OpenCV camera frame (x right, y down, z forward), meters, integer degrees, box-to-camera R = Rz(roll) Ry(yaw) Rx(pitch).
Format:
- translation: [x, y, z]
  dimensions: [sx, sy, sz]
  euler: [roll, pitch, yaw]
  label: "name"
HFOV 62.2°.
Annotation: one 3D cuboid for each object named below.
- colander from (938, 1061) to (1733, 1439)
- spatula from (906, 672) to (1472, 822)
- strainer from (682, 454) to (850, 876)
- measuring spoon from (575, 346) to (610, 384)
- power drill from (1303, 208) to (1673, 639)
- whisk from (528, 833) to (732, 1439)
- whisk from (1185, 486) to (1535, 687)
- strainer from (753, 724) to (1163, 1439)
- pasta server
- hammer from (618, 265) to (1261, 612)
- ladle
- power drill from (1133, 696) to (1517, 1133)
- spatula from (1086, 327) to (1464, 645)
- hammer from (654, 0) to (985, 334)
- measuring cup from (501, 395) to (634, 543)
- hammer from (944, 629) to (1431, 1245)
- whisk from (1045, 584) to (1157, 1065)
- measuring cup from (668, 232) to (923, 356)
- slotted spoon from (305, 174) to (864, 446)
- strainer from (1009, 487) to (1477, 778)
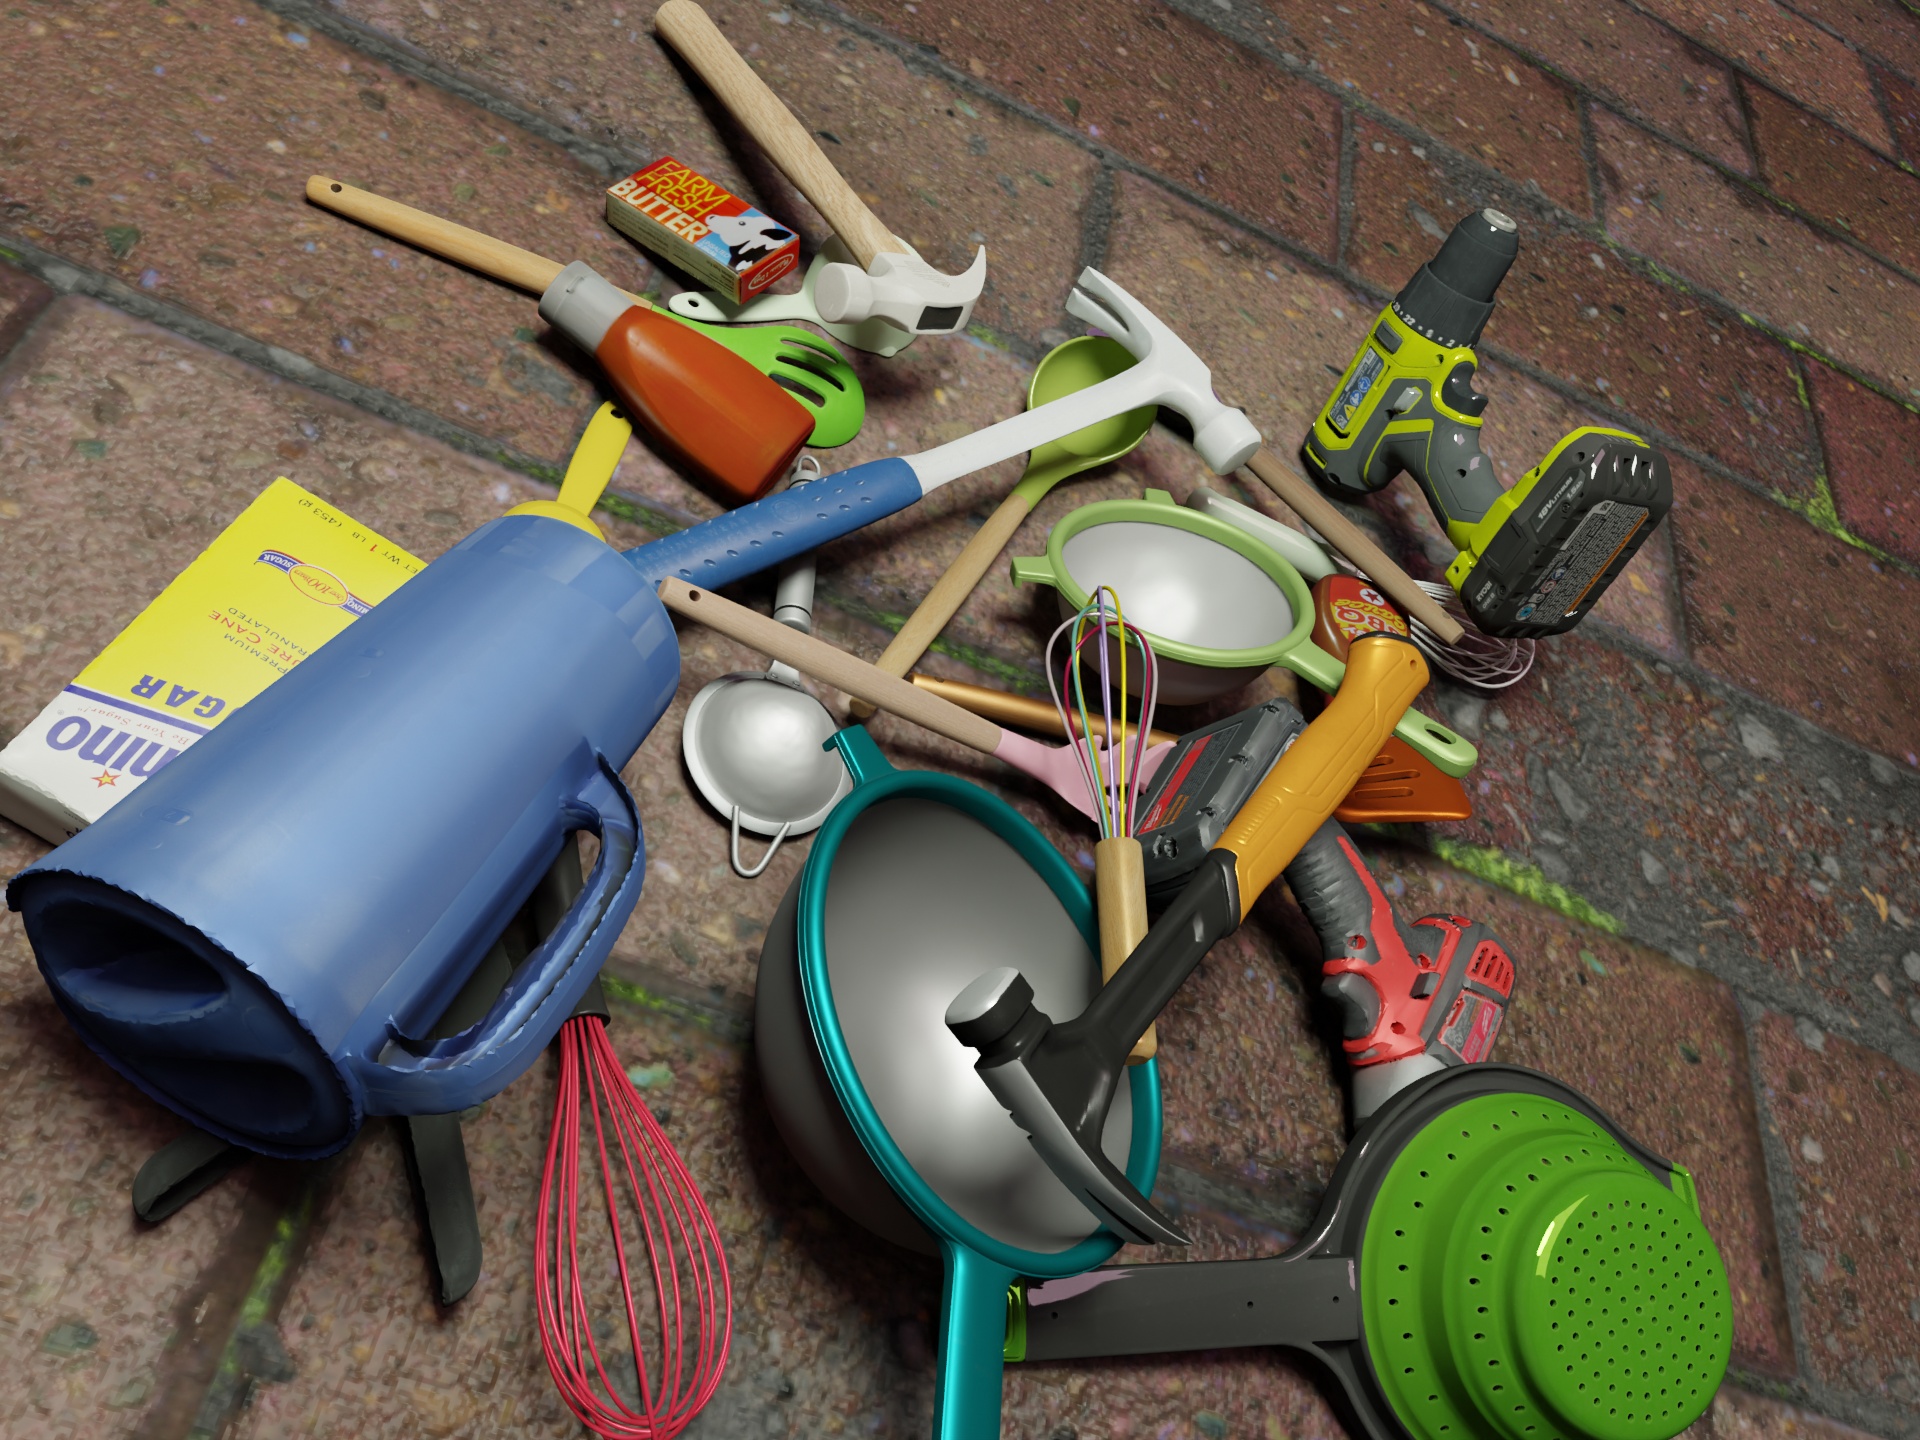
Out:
- translation: [0.190, 0.250, 0.680]
  dimensions: [0.397, 0.094, 0.205]
  euler: [4, 76, -18]
  label: "colander"
- translation: [0.125, 0.010, 0.866]
  dimensions: [0.322, 0.041, 0.081]
  euler: [14, 31, -18]
  label: "spatula"
- translation: [-0.085, -0.043, 0.791]
  dimensions: [0.086, 0.050, 0.259]
  euler: [20, 49, -23]
  label: "strainer"
- translation: [-0.153, -0.174, 0.860]
  dimensions: [0.117, 0.011, 0.021]
  euler: [23, 75, -9]
  label: "measuring spoon"
- translation: [0.318, -0.179, 0.965]
  dimensions: [0.080, 0.190, 0.229]
  euler: [2, 43, -31]
  label: "power drill"
- translation: [-0.146, 0.137, 0.626]
  dimensions: [0.073, 0.073, 0.296]
  euler: [-1, 55, -29]
  label: "whisk"
- translation: [0.252, -0.087, 0.998]
  dimensions: [0.246, 0.058, 0.059]
  euler: [24, 81, -7]
  label: "whisk"
- translation: [-0.019, 0.181, 0.618]
  dimensions: [0.210, 0.095, 0.341]
  euler: [37, 39, -31]
  label: "strainer"
- translation: [-0.001, -0.002, 0.774]
  dimensions: [0.316, 0.040, 0.060]
  euler: [25, 60, -27]
  label: "pasta server"
- translation: [-0.022, -0.133, 0.829]
  dimensions: [0.405, 0.035, 0.144]
  euler: [-27, 73, -31]
  label: "hammer"
- translation: [0.024, -0.113, 0.881]
  dimensions: [0.078, 0.062, 0.320]
  euler: [31, 50, 6]
  label: "ladle"
- translation: [0.180, 0.109, 0.788]
  dimensions: [0.219, 0.078, 0.143]
  euler: [46, 54, -12]
  label: "power drill"
- translation: [0.196, -0.156, 0.995]
  dimensions: [0.060, 0.018, 0.316]
  euler: [-21, 59, -38]
  label: "spatula"
- translation: [-0.094, -0.332, 0.936]
  dimensions: [0.130, 0.031, 0.332]
  euler: [-6, 49, -41]
  label: "hammer"
- translation: [-0.188, -0.117, 0.789]
  dimensions: [0.062, 0.029, 0.157]
  euler: [23, 51, -13]
  label: "measuring cup"
- translation: [0.130, 0.067, 0.695]
  dimensions: [0.127, 0.034, 0.337]
  euler: [53, 52, -9]
  label: "hammer"
- translation: [0.071, 0.041, 0.735]
  dimensions: [0.051, 0.047, 0.245]
  euler: [31, 46, -40]
  label: "whisk"
- translation: [-0.089, -0.254, 0.927]
  dimensions: [0.167, 0.038, 0.083]
  euler: [-12, 66, -35]
  label: "measuring cup"
- translation: [-0.195, -0.227, 0.861]
  dimensions: [0.313, 0.031, 0.070]
  euler: [19, 63, -14]
  label: "slotted spoon"
- translation: [0.153, -0.027, 0.859]
  dimensions: [0.256, 0.069, 0.151]
  euler: [35, 41, 22]
  label: "strainer"
